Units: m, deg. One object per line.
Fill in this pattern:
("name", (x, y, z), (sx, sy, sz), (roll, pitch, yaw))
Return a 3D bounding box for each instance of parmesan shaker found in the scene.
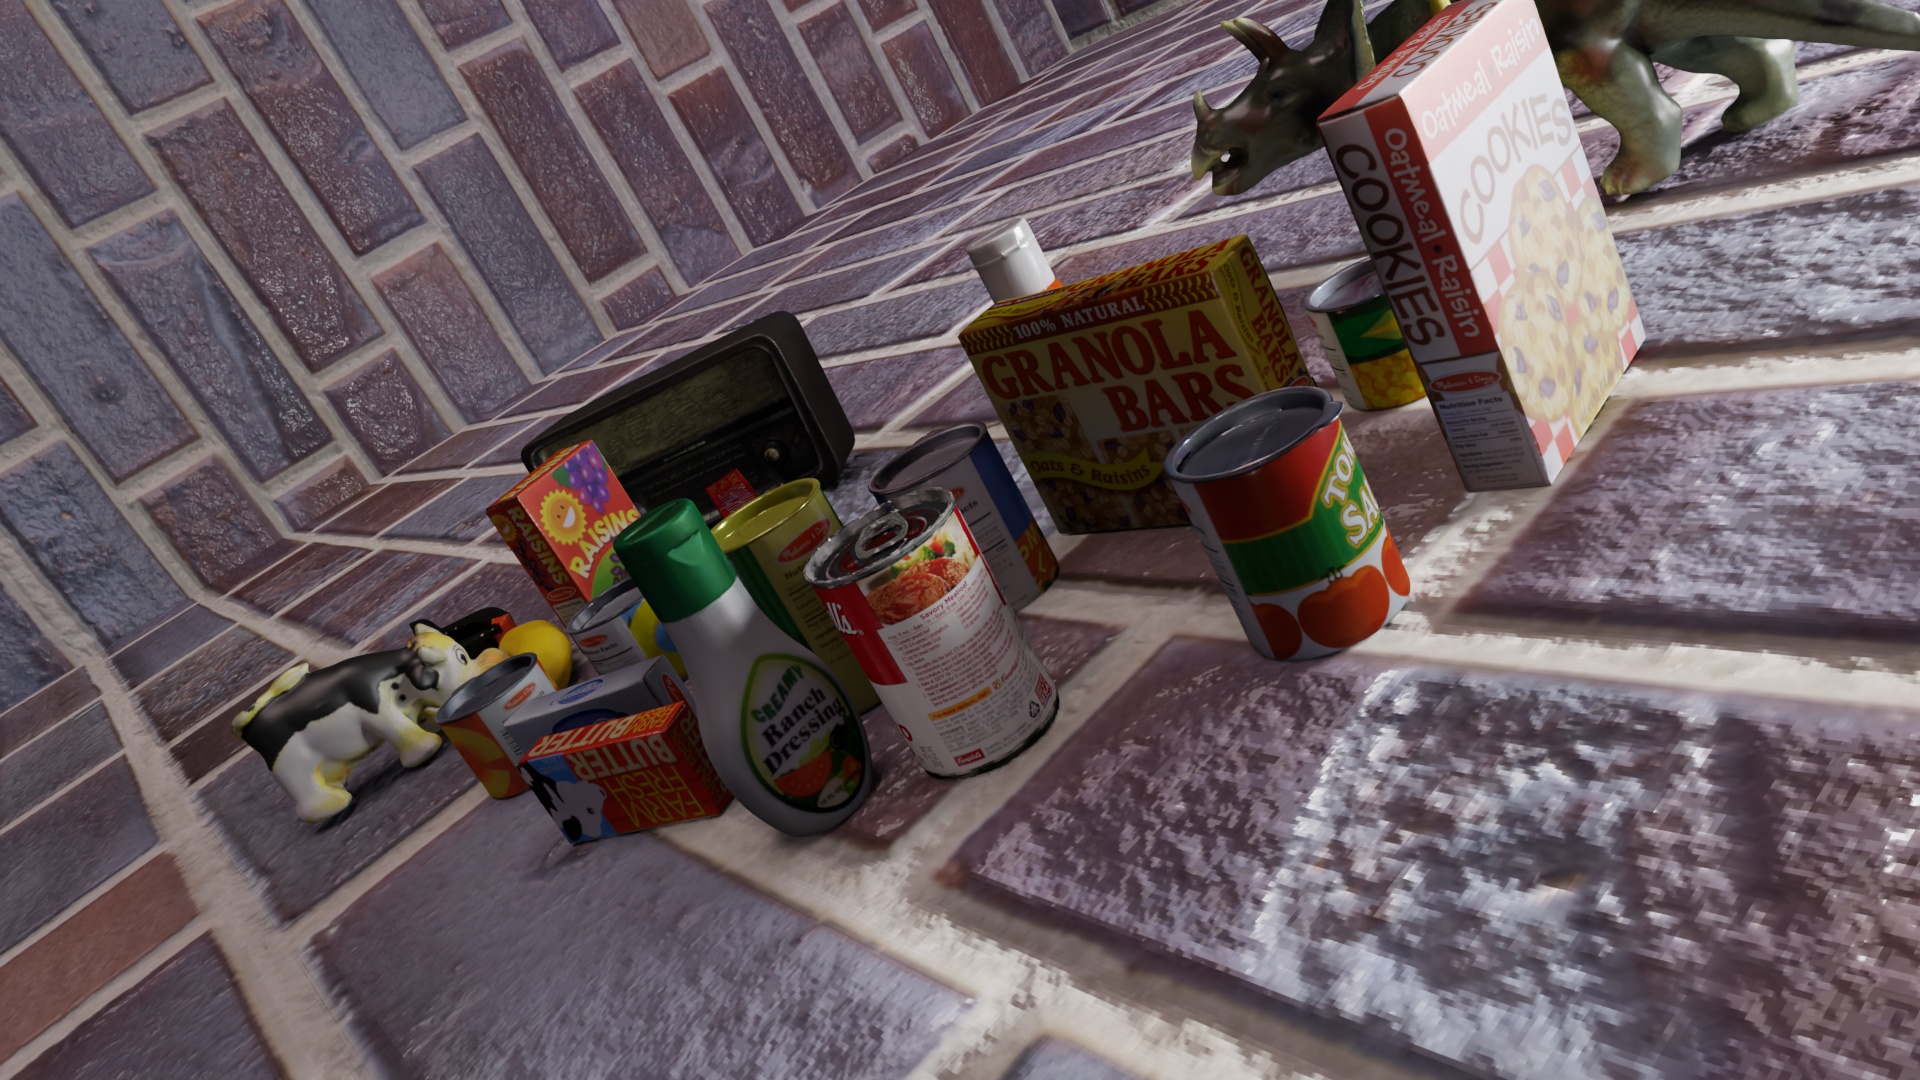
("parmesan shaker", (-0.075, 0.032, 0.674), (0.071, 0.103, 0.071), (-26, 19, 10))

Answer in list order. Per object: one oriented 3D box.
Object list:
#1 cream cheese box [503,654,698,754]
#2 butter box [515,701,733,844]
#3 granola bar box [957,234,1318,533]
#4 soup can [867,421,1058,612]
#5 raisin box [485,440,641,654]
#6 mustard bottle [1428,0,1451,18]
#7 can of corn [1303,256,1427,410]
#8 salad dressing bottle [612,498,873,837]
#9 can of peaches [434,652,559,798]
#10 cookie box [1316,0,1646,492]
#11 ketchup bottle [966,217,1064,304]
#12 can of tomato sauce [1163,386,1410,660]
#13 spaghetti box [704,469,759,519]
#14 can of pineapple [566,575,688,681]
("cream cheese box", (-0.186, 0.100, 0.733), (0.103, 0.053, 0.024), (-19, 21, 26))
("butter box", (-0.160, 0.112, 0.665), (0.103, 0.053, 0.024), (-17, 22, 31))
("granola bar box", (0.089, -0.068, 0.666), (0.165, 0.124, 0.039), (-5, 31, 50))
("soup can", (0.002, -0.009, 0.699), (0.071, 0.083, 0.071), (-26, 19, 10))
("raisin box", (-0.260, 0.004, 0.969), (0.040, 0.123, 0.086), (-15, 23, 35))
("mustard bottle", (0.285, -0.233, 0.757), (0.065, 0.160, 0.049), (-25, 19, 13))
("can of corn", (0.215, -0.106, 0.689), (0.071, 0.058, 0.071), (-25, 19, 10))
("salad dressing bottle", (-0.090, 0.053, 0.574), (0.064, 0.147, 0.044), (-41, 22, -31))
("can of peaches", (-0.261, 0.107, 0.810), (0.071, 0.058, 0.071), (-25, 19, 10))
("cookie box", (0.216, -0.123, 0.564), (0.040, 0.167, 0.123), (-6, 29, 49))
("ketchup bottle", (0.053, -0.105, 0.773), (0.065, 0.148, 0.043), (-30, 19, -3))
("can of tomato sauce", (0.126, -0.007, 0.525), (0.071, 0.083, 0.071), (-26, 19, 10))
("spaghetti box", (-0.129, 0.000, 0.909), (0.029, 0.050, 0.250), (-32, 20, -8))
("can of pineapple", (-0.193, 0.057, 0.841), (0.071, 0.057, 0.071), (-25, 19, 10))
